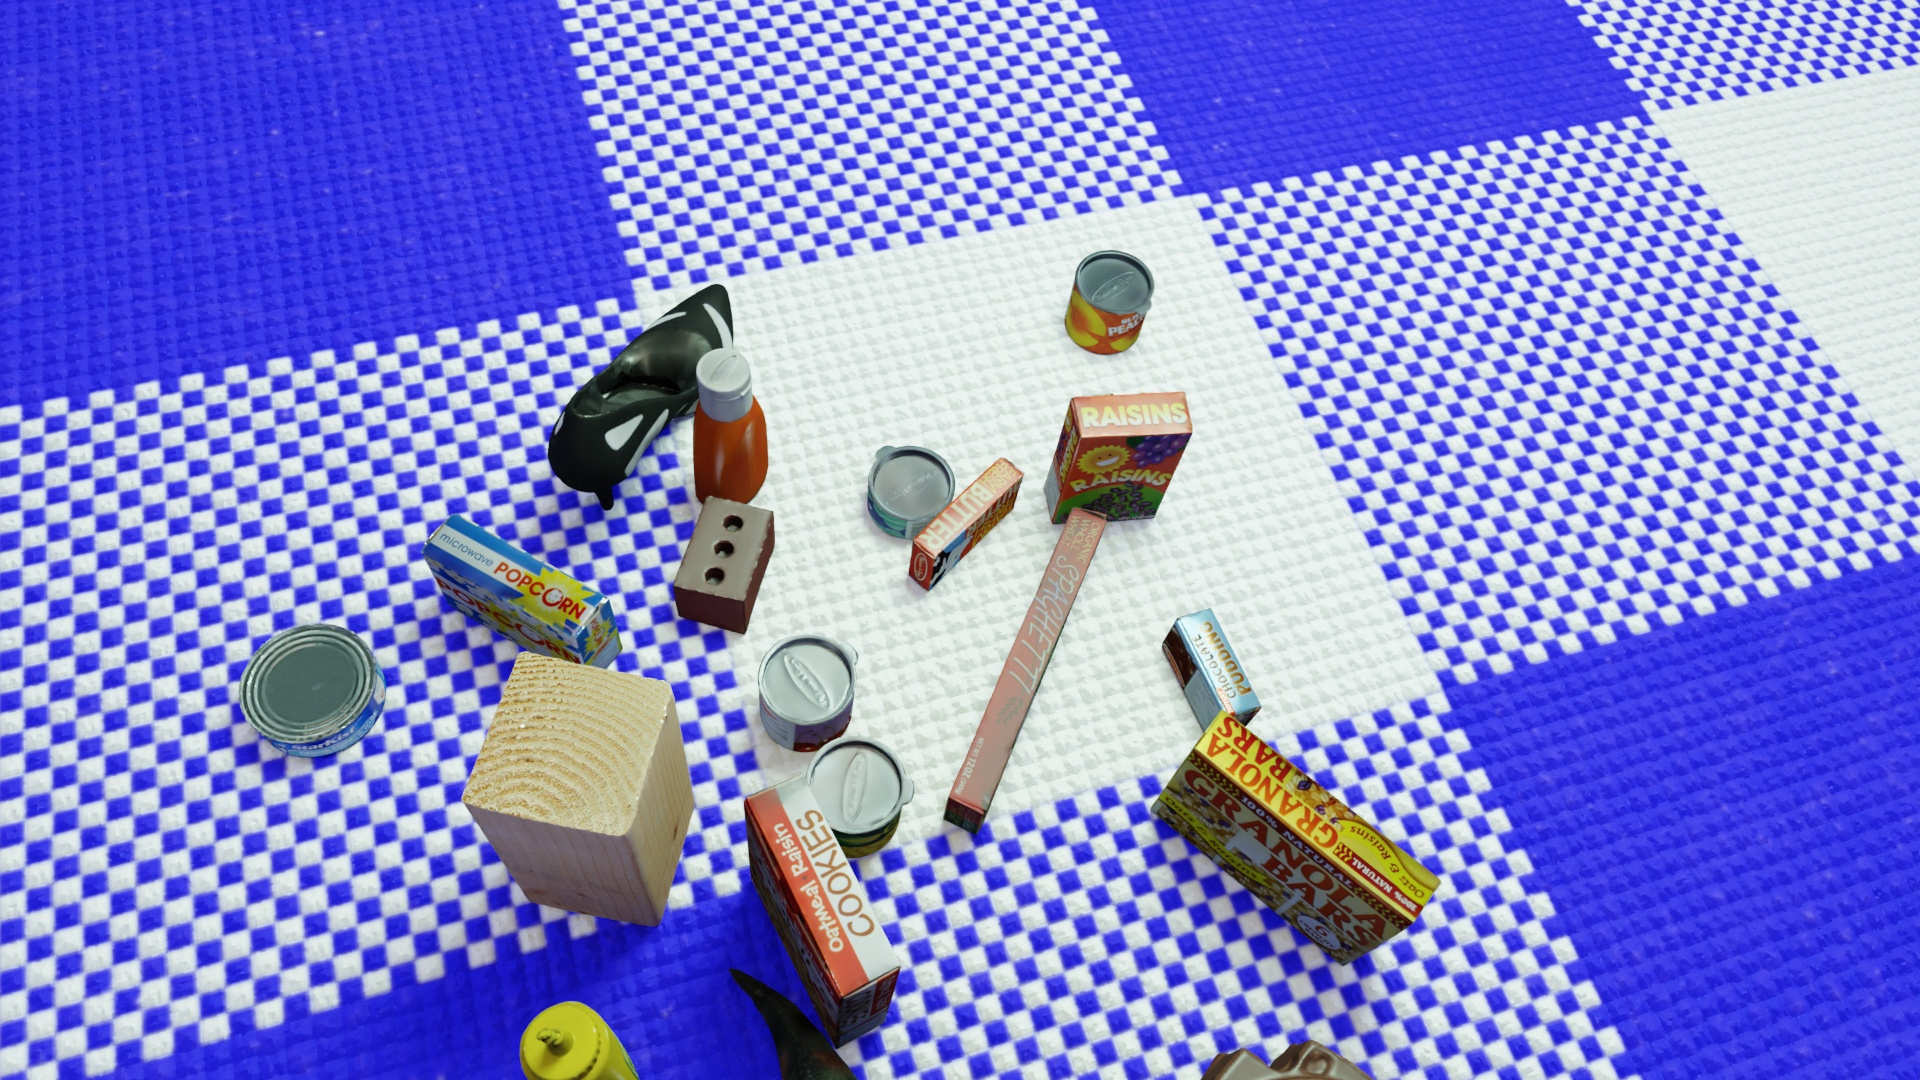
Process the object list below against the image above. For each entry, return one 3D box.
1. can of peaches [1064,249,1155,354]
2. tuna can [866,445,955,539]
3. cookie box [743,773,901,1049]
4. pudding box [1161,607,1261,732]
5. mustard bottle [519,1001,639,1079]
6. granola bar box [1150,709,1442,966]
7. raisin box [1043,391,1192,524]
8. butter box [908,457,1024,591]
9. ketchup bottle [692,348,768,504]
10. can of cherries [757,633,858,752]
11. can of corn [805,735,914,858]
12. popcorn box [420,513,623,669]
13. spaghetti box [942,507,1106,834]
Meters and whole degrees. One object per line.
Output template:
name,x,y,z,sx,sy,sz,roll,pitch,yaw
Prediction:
can of peaches,0.124,-0.194,1.147,0.071,0.057,0.071,3,61,-5
tuna can,-0.040,-0.038,1.054,0.071,0.032,0.071,3,61,-5
cookie box,-0.085,0.224,0.824,0.040,0.166,0.123,-24,67,-18
pudding box,0.179,0.096,0.995,0.030,0.049,0.084,-17,64,-15
mustard bottle,-0.215,0.290,0.776,0.049,0.159,0.065,-35,70,-23
granola bar box,0.210,0.196,0.900,0.166,0.123,0.039,38,64,14
raisin box,0.116,-0.061,1.033,0.086,0.122,0.040,-3,62,-8
butter box,0.004,-0.013,1.034,0.024,0.053,0.104,39,64,14
ketchup bottle,-0.166,-0.079,0.995,0.043,0.148,0.065,29,62,10
can of cherries,-0.103,0.104,0.952,0.071,0.058,0.072,3,61,-5
can of corn,-0.068,0.171,0.919,0.071,0.058,0.071,3,61,-5
popcorn box,-0.298,0.041,0.948,0.127,0.084,0.038,28,62,9
spaghetti box,0.048,0.086,0.985,0.029,0.050,0.251,22,61,6
